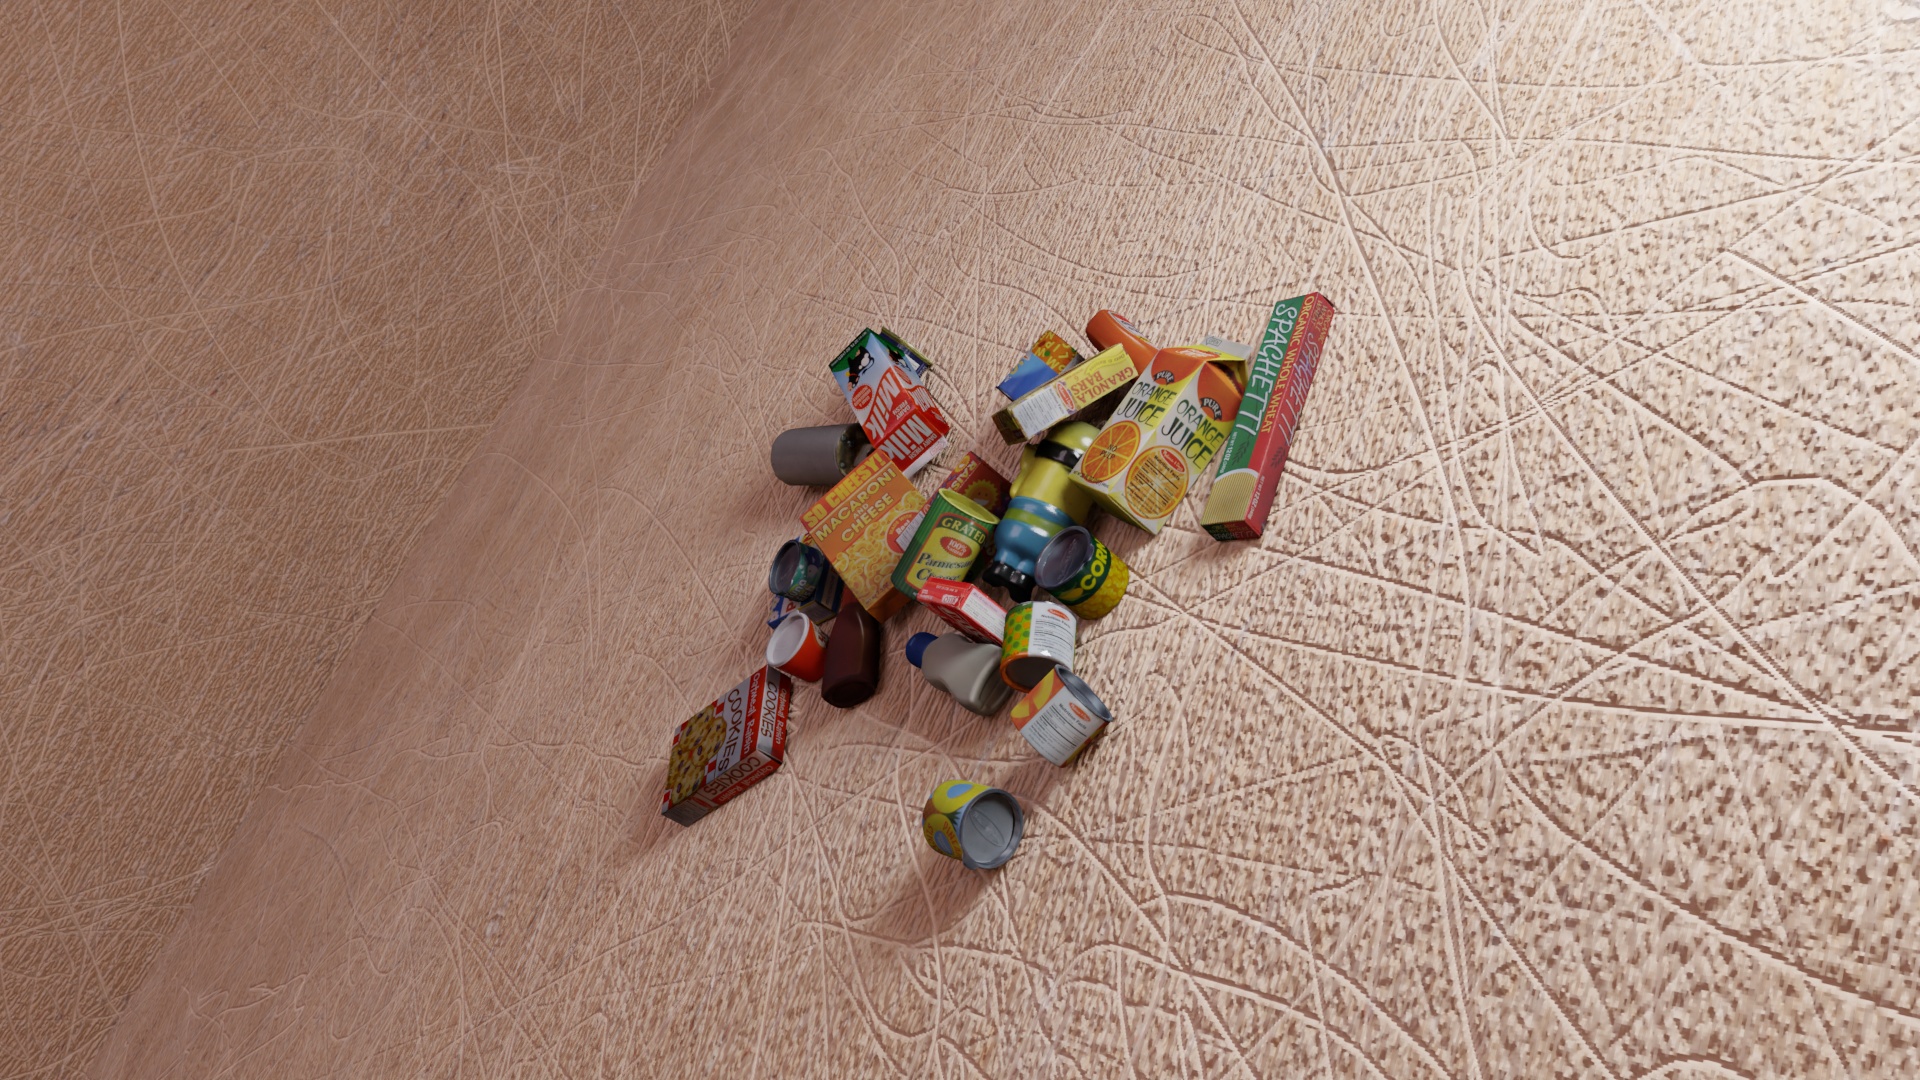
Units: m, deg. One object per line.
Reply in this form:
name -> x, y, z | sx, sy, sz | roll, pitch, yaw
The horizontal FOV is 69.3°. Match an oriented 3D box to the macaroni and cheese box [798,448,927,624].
macaroni and cheese box -> -0.087, -0.007, 1.508 | 0.124, 0.040, 0.167 | -41, 50, 0

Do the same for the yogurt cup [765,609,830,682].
yogurt cup -> -0.174, 0.122, 1.540 | 0.072, 0.054, 0.073 | -34, 35, 28

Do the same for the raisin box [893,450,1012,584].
raisin box -> 0.005, -0.018, 1.416 | 0.123, 0.086, 0.040 | -50, 29, 4

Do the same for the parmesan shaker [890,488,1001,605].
parmesan shaker -> -0.014, 0.011, 1.358 | 0.103, 0.071, 0.071 | -61, 29, 12

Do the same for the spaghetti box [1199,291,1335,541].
spaghetti box -> 0.271, -0.112, 1.218 | 0.050, 0.028, 0.251 | -7, 53, 49

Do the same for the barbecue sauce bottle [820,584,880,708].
barbecue sauce bottle -> -0.113, 0.106, 1.487 | 0.064, 0.043, 0.149 | -31, 36, 29

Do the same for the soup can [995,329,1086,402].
soup can -> 0.088, -0.175, 1.486 | 0.083, 0.071, 0.071 | -49, 31, 4

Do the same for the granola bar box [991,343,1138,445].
granola bar box -> 0.098, -0.141, 1.364 | 0.124, 0.039, 0.165 | -30, 4, -3

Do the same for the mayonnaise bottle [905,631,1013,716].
mayonnaise bottle -> -0.003, 0.120, 1.330 | 0.065, 0.041, 0.148 | -56, 30, -9

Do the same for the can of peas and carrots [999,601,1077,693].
can of peas and carrots -> 0.069, 0.097, 1.235 | 0.070, 0.071, 0.059 | -27, 39, 35

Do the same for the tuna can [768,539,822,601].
tuna can -> -0.187, 0.036, 1.577 | 0.070, 0.033, 0.071 | -34, 44, 41

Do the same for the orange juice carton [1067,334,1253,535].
orange juice carton -> 0.193, -0.107, 1.273 | 0.193, 0.073, 0.072 | -54, 31, -4

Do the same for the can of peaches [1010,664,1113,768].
can of peaches -> 0.084, 0.147, 1.163 | 0.058, 0.071, 0.071 | -47, 31, 10

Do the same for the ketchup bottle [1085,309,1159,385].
ketchup bottle -> 0.179, -0.177, 1.378 | 0.043, 0.064, 0.149 | -51, 36, 14

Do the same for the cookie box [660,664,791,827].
cookie box -> -0.261, 0.230, 1.557 | 0.167, 0.040, 0.123 | -35, 35, 28

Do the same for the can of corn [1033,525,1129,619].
can of corn -> 0.112, 0.030, 1.253 | 0.071, 0.058, 0.071 | -34, 35, 28

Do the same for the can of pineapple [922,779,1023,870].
can of pineapple -> 0.008, 0.238, 1.165 | 0.058, 0.071, 0.071 | 0, 58, 54

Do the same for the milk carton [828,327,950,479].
milk carton -> -0.078, -0.158, 1.654 | 0.072, 0.073, 0.191 | -41, 54, 17

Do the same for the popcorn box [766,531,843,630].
popcorn box -> -0.176, 0.044, 1.637 | 0.085, 0.038, 0.127 | -27, 39, 36
